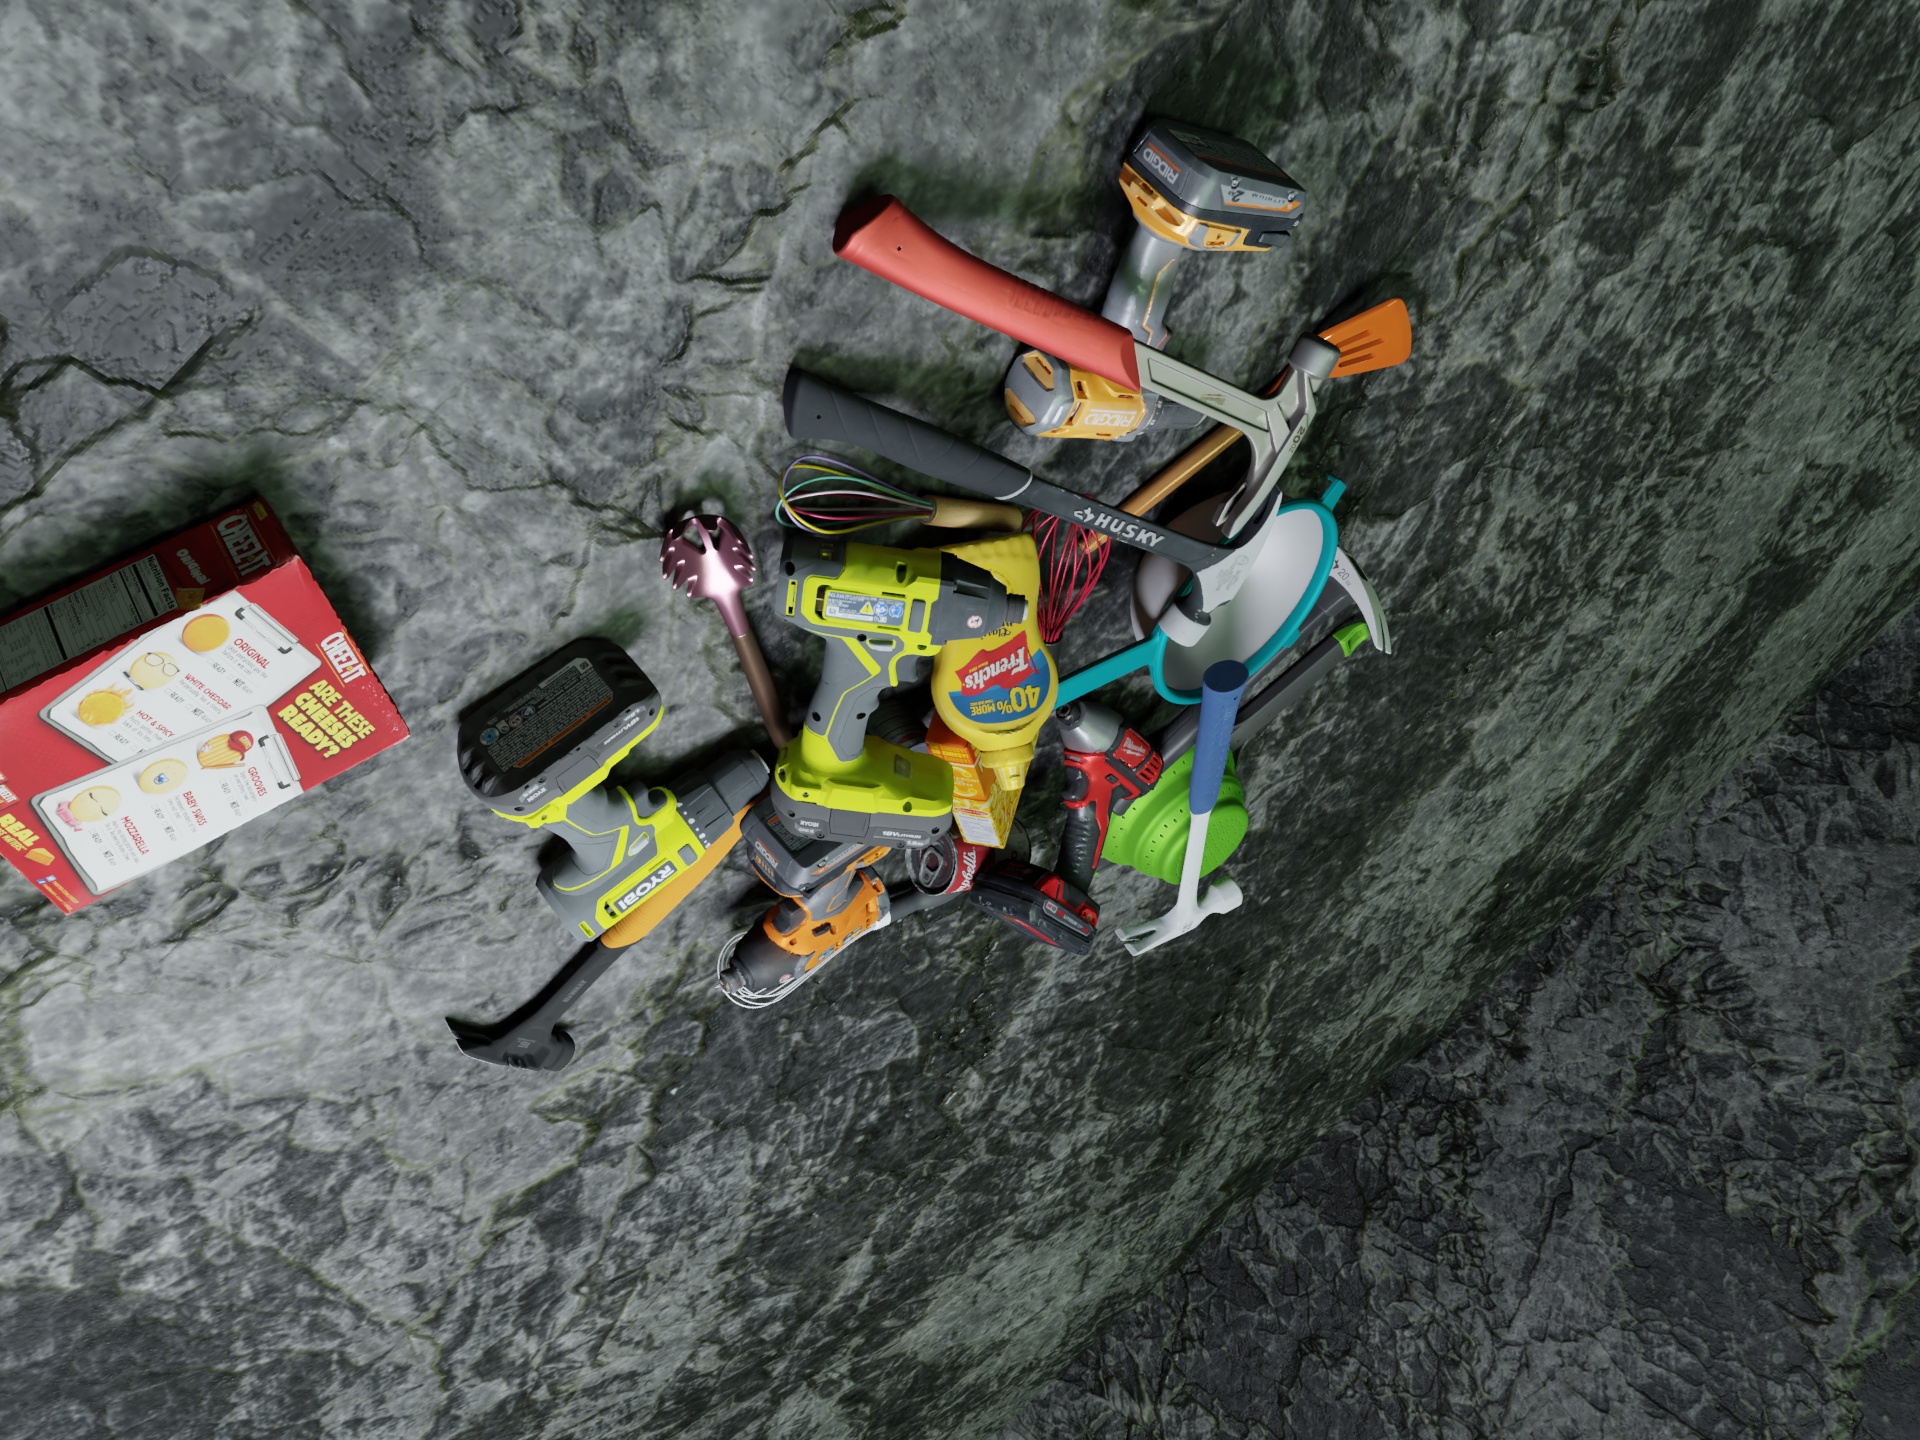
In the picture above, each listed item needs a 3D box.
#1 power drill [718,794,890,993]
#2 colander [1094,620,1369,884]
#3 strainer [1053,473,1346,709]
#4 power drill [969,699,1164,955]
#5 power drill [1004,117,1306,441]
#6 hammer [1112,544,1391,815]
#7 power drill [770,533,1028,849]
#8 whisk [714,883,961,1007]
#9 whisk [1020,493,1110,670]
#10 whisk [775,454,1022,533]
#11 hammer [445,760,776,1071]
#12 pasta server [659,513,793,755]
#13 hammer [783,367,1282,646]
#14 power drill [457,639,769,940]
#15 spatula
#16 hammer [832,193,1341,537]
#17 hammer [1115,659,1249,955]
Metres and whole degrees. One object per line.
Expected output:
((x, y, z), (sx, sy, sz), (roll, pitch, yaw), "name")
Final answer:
((-0.128, 0.136, 1.300), (0.164, 0.084, 0.226), (-34, 156, -27), "power drill")
((0.293, 0.050, 1.653), (0.397, 0.095, 0.204), (-40, 147, 0), "colander")
((0.167, -0.098, 1.347), (0.340, 0.095, 0.210), (-26, 144, -26), "strainer")
((0.102, 0.091, 1.466), (0.143, 0.079, 0.220), (38, 71, -44), "power drill")
((0.150, -0.295, 1.126), (0.185, 0.084, 0.226), (-5, 138, -41), "power drill")
((0.259, -0.026, 1.514), (0.334, 0.146, 0.035), (-46, 148, 21), "hammer")
((-0.051, -0.019, 1.135), (0.171, 0.080, 0.223), (7, 125, -5), "power drill")
((-0.102, 0.192, 1.467), (0.284, 0.070, 0.070), (-20, 142, -36), "whisk")
((0.075, -0.083, 1.320), (0.073, 0.073, 0.295), (-26, 151, -20), "whisk")
((-0.039, -0.149, 1.141), (0.245, 0.047, 0.051), (-2, 128, -48), "whisk")
((-0.264, 0.157, 1.284), (0.337, 0.034, 0.127), (-46, 148, 8), "hammer")
((-0.153, -0.044, 1.151), (0.060, 0.040, 0.315), (-13, 144, 0), "pasta server")
((0.056, -0.164, 1.121), (0.408, 0.036, 0.149), (16, 124, -33), "hammer")
((-0.241, 0.046, 1.140), (0.190, 0.080, 0.228), (-38, 149, -12), "power drill")
((0.232, -0.236, 1.309), (0.322, 0.041, 0.081), (-38, 148, -1), "spatula")
((0.078, -0.239, 1.036), (0.358, 0.037, 0.149), (17, 115, -28), "hammer")
((0.225, 0.091, 1.512), (0.144, 0.035, 0.405), (-25, 145, -18), "hammer")
